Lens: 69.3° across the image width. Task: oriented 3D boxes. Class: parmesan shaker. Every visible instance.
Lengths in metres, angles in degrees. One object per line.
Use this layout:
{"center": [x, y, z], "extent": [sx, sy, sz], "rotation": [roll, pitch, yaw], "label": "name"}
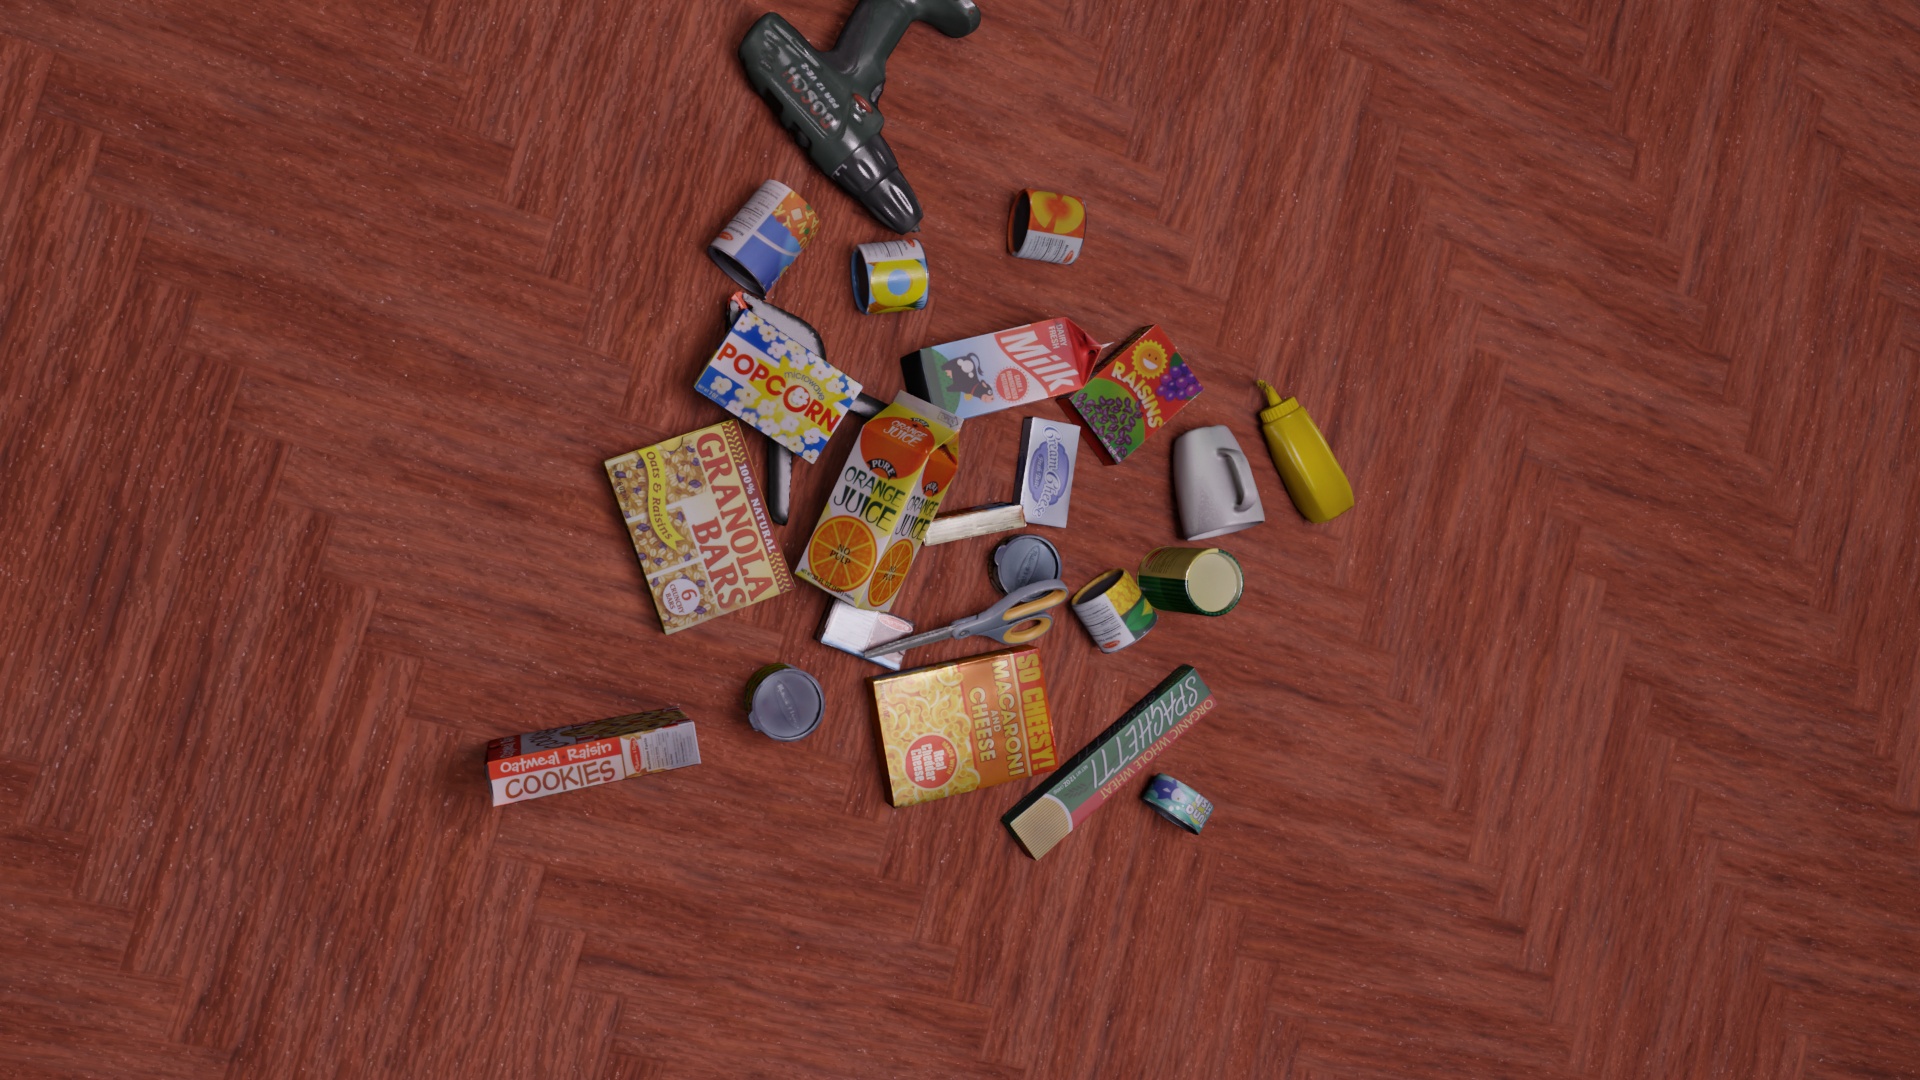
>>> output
{"center": [0.224, 0.042, 1.365], "extent": [0.071, 0.103, 0.071], "rotation": [0, 91, -18], "label": "parmesan shaker"}

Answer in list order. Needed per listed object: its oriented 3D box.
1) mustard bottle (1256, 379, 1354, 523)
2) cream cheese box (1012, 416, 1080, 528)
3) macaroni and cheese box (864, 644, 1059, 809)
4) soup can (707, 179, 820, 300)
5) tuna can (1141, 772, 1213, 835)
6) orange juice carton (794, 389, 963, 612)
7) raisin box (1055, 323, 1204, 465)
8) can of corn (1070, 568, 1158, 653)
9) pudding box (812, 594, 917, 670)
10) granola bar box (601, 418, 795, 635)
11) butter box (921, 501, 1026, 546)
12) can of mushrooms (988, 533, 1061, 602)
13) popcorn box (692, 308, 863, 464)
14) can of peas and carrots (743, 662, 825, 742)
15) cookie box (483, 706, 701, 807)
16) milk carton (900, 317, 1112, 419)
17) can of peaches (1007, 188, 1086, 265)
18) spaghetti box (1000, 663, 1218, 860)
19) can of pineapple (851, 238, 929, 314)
{"center": [0.347, -0.096, 1.427], "extent": [0.049, 0.065, 0.160], "rotation": [-29, 95, -11], "label": "mustard bottle"}
{"center": [0.083, -0.066, 1.361], "extent": [0.053, 0.024, 0.104], "rotation": [9, 88, -19], "label": "cream cheese box"}
{"center": [0.002, 0.175, 1.326], "extent": [0.167, 0.040, 0.123], "rotation": [-10, 93, -17], "label": "macaroni and cheese box"}
{"center": [-0.175, -0.271, 1.255], "extent": [0.071, 0.071, 0.084], "rotation": [41, 78, -14], "label": "soup can"}
{"center": [0.218, 0.262, 1.381], "extent": [0.071, 0.071, 0.033], "rotation": [36, 79, -15], "label": "tuna can"}
{"center": [-0.067, -0.037, 1.254], "extent": [0.072, 0.073, 0.192], "rotation": [27, 95, 22], "label": "orange juice carton"}
{"center": [0.169, -0.145, 1.381], "extent": [0.123, 0.040, 0.086], "rotation": [-41, 101, -12], "label": "raisin box"}
{"center": [0.151, 0.067, 1.363], "extent": [0.071, 0.071, 0.058], "rotation": [-37, 101, -14], "label": "can of corn"}
{"center": [-0.089, 0.086, 1.302], "extent": [0.084, 0.030, 0.050], "rotation": [22, 83, -17], "label": "pudding box"}
{"center": [-0.235, -0.013, 1.249], "extent": [0.124, 0.039, 0.165], "rotation": [-21, 97, -17], "label": "granola bar box"}
{"center": [0.005, -0.017, 1.320], "extent": [0.104, 0.053, 0.024], "rotation": [-11, 97, -17], "label": "butter box"}
{"center": [0.060, 0.025, 1.348], "extent": [0.071, 0.033, 0.071], "rotation": [0, 91, -18], "label": "can of mushrooms"}
{"center": [-0.162, -0.136, 1.233], "extent": [0.126, 0.038, 0.085], "rotation": [33, 88, -13], "label": "popcorn box"}
{"center": [-0.163, 0.148, 1.263], "extent": [0.071, 0.058, 0.071], "rotation": [0, 91, -17], "label": "can of peas and carrots"}
{"center": [-0.314, 0.179, 1.180], "extent": [0.168, 0.123, 0.040], "rotation": [-9, 93, -18], "label": "cookie box"}
{"center": [0.048, -0.164, 1.323], "extent": [0.191, 0.072, 0.073], "rotation": [-15, 95, -18], "label": "milk carton"}
{"center": [0.082, -0.304, 1.339], "extent": [0.058, 0.071, 0.071], "rotation": [4, 89, -18], "label": "can of peaches"}
{"center": [0.151, 0.218, 1.381], "extent": [0.251, 0.028, 0.050], "rotation": [-38, 102, -14], "label": "spaghetti box"}
{"center": [-0.066, -0.243, 1.290], "extent": [0.058, 0.071, 0.071], "rotation": [-9, 93, -17], "label": "can of pineapple"}
